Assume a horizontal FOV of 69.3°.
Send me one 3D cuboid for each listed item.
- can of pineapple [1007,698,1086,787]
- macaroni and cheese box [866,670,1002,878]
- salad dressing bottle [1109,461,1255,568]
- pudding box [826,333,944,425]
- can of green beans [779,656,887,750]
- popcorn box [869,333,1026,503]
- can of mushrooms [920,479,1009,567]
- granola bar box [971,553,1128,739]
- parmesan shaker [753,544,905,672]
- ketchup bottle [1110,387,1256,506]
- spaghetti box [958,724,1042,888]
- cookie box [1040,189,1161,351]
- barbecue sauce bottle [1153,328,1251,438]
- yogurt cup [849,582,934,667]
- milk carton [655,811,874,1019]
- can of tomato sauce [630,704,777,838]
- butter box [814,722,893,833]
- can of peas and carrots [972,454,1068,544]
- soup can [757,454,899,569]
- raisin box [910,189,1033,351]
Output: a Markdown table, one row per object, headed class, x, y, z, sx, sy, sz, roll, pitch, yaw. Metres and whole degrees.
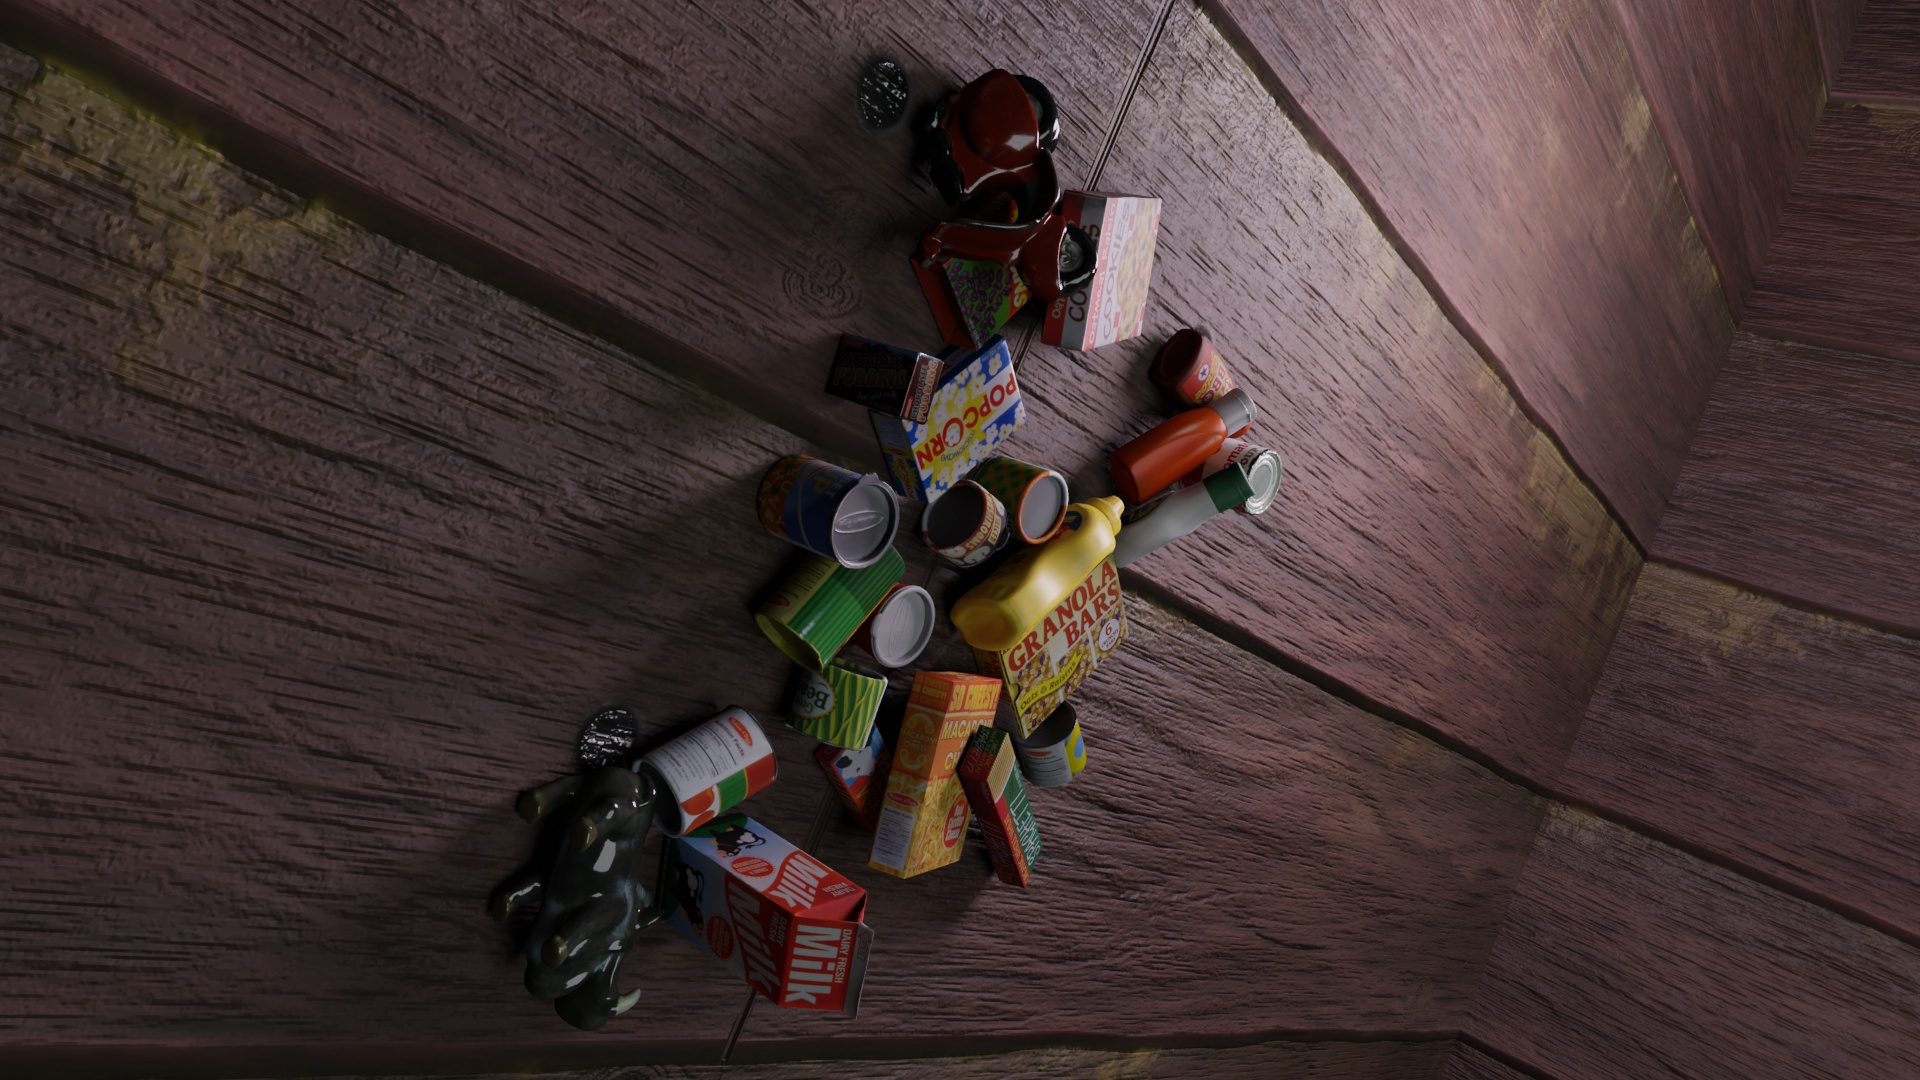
| class | x | y | z | sx | sy | sz | roll | pitch | yaw |
| --- | --- | --- | --- | --- | --- | --- | --- | --- | --- |
| can of pineapple | 0.083 | 0.190 | 1.321 | 0.071 | 0.071 | 0.057 | -41 | 133 | -30 |
| macaroni and cheese box | -0.020 | 0.196 | 1.190 | 0.124 | 0.040 | 0.166 | 15 | 88 | -68 |
| salad dressing bottle | 0.206 | -0.025 | 1.318 | 0.044 | 0.147 | 0.064 | 62 | 13 | -1 |
| pudding box | -0.056 | -0.119 | 1.016 | 0.030 | 0.084 | 0.049 | 13 | 97 | -50 |
| can of green beans | -0.097 | 0.126 | 1.089 | 0.071 | 0.071 | 0.058 | 19 | 91 | -50 |
| popcorn box | -0.007 | -0.100 | 1.115 | 0.127 | 0.038 | 0.084 | -42 | 134 | -29 |
| can of mushrooms | 0.004 | -0.014 | 1.139 | 0.033 | 0.071 | 0.071 | 38 | 77 | -48 |
| granola bar box | 0.087 | 0.087 | 1.300 | 0.166 | 0.039 | 0.123 | -41 | 132 | -30 |
| parmesan shaker | -0.096 | 0.041 | 1.049 | 0.103 | 0.071 | 0.071 | -49 | 136 | -22 |
| ketchup bottle | 0.215 | -0.094 | 1.330 | 0.149 | 0.044 | 0.064 | -32 | 139 | -12 |
| spaghetti box | 0.040 | 0.250 | 1.276 | 0.248 | 0.029 | 0.050 | 74 | 36 | -53 |
| cookie box | 0.119 | -0.228 | 1.163 | 0.168 | 0.040 | 0.122 | -28 | 129 | -64 |
| barbecue sauce bottle | 0.245 | -0.148 | 1.375 | 0.148 | 0.044 | 0.065 | 36 | 83 | -50 |
| yogurt cup | -0.062 | 0.062 | 1.110 | 0.073 | 0.054 | 0.072 | -23 | 122 | -41 |
| milk carton | -0.134 | 0.272 | 1.011 | 0.073 | 0.191 | 0.072 | -4 | 109 | -48 |
| can of tomato sauce | -0.186 | 0.168 | 1.007 | 0.083 | 0.071 | 0.071 | -27 | 125 | -38 |
| butter box | -0.081 | 0.196 | 1.169 | 0.053 | 0.024 | 0.103 | -47 | 136 | -26 |
| can of peas and carrots | 0.049 | -0.033 | 1.191 | 0.071 | 0.059 | 0.070 | -22 | 121 | -41 |
| soup can | -0.096 | -0.025 | 1.011 | 0.071 | 0.084 | 0.071 | -23 | 122 | -42 |
| raisin box | 0.025 | -0.223 | 1.099 | 0.124 | 0.040 | 0.085 | -47 | 135 | -25 |
